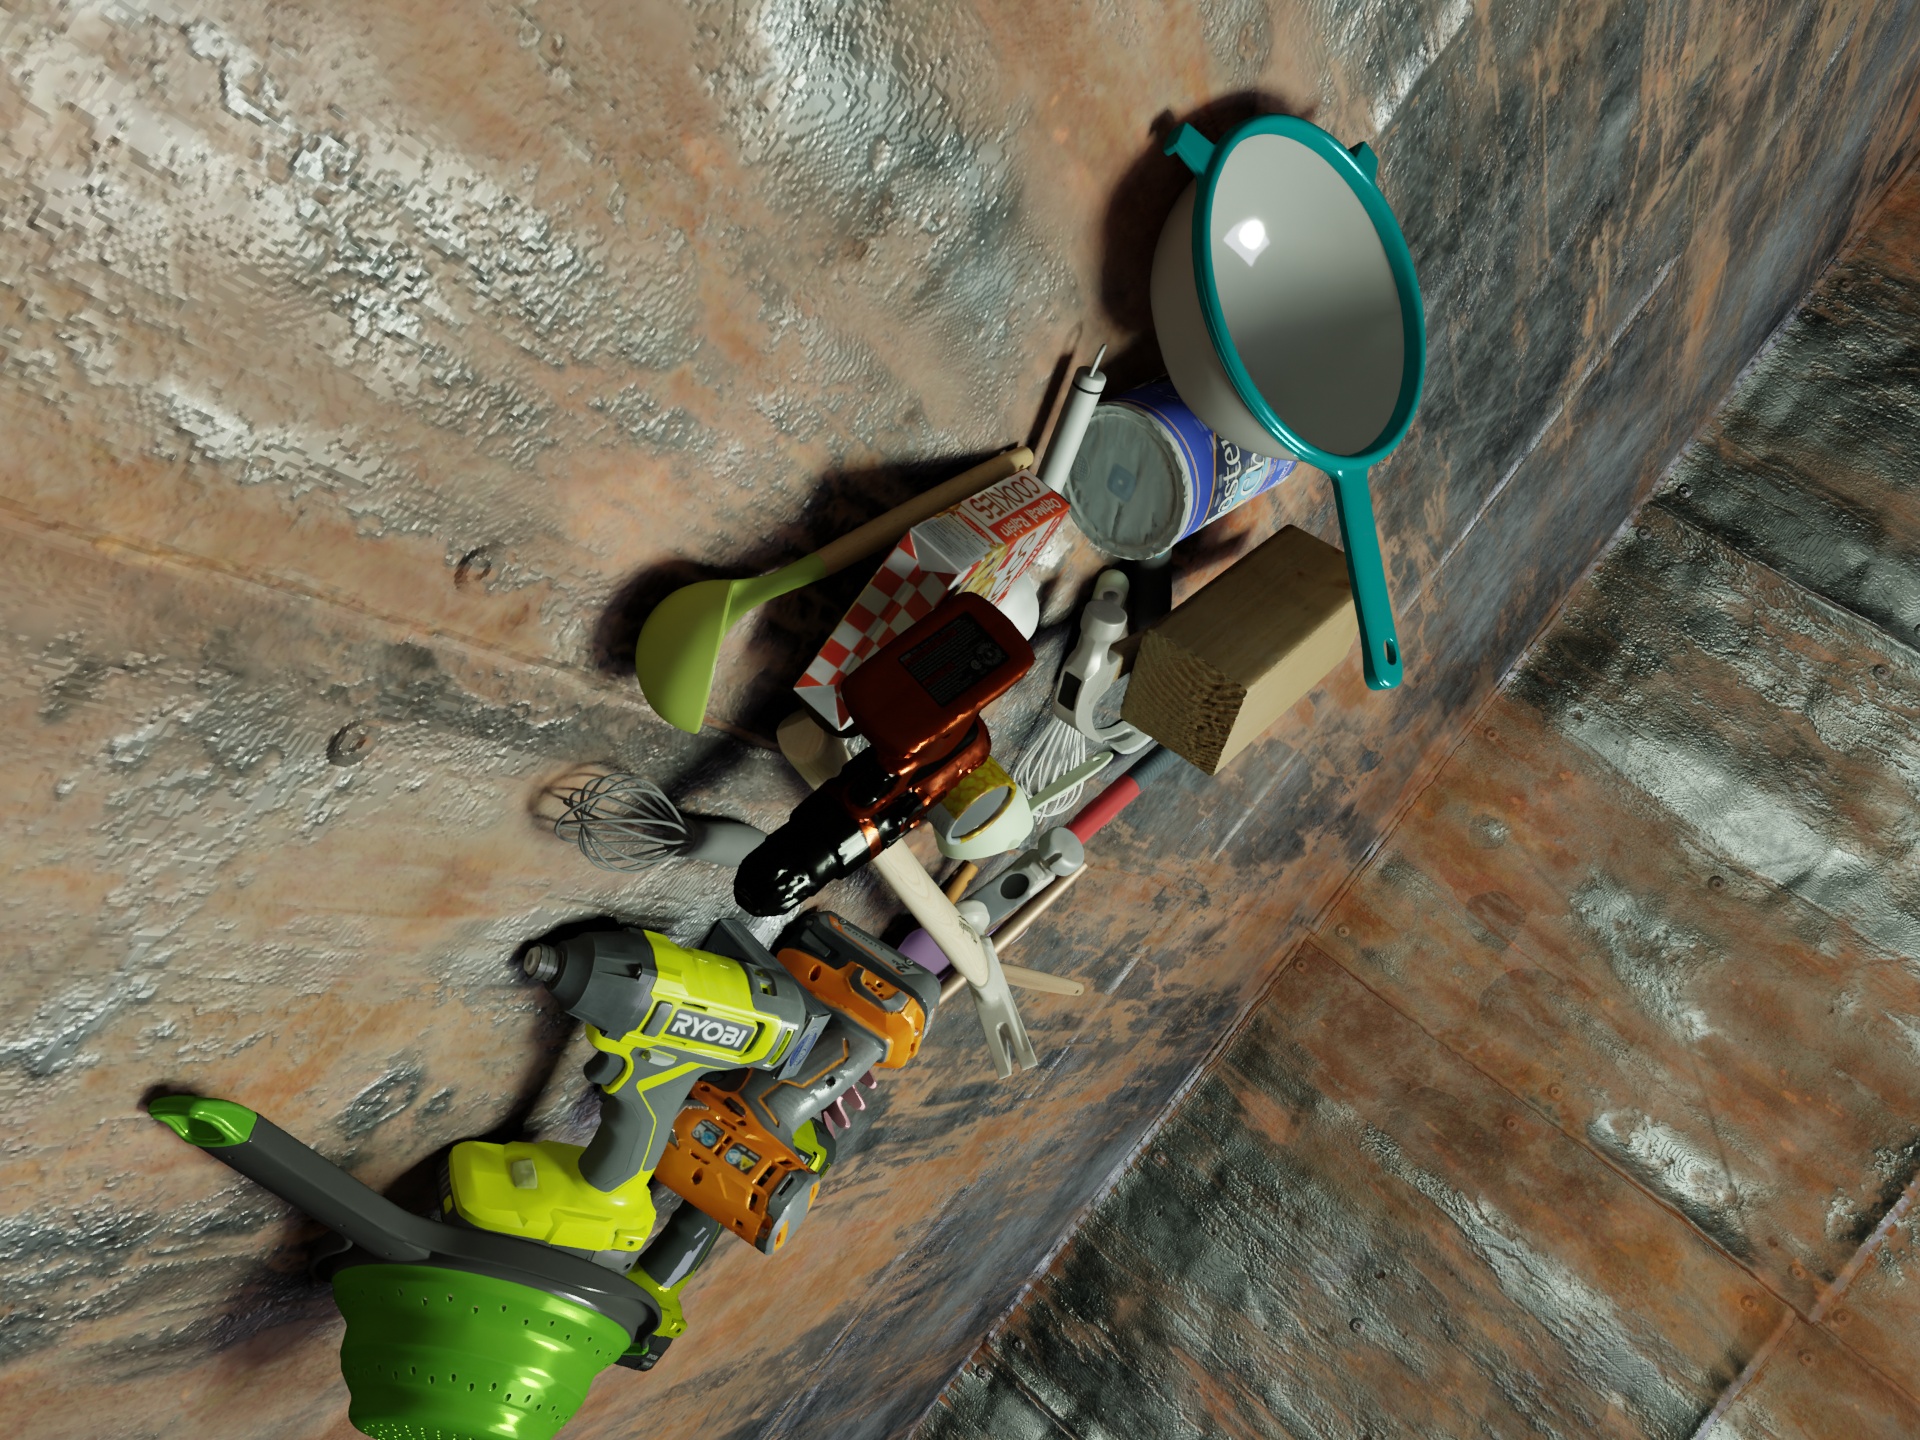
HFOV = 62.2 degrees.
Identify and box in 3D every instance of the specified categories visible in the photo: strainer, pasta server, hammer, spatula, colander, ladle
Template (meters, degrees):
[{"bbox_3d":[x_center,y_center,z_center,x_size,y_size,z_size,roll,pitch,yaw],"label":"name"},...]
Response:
[{"bbox_3d":[0.046,-0.121,1.008,0.087,0.050,0.258,-52,167,-54],"label":"strainer"},{"bbox_3d":[-0.004,0.231,1.348,0.316,0.040,0.060,-42,169,-10],"label":"pasta server"},{"bbox_3d":[0.176,-0.076,1.255,0.331,0.031,0.130,-29,146,-46],"label":"hammer"},{"bbox_3d":[-0.095,0.243,1.334,0.322,0.041,0.081,-52,157,-9],"label":"spatula"},{"bbox_3d":[-0.031,0.118,1.095,0.038,0.146,0.410,-24,145,5],"label":"hammer"},{"bbox_3d":[-0.306,0.319,0.852,0.396,0.204,0.095,64,28,-49],"label":"colander"},{"bbox_3d":[0.194,-0.181,0.958,0.211,0.095,0.340,-14,93,-41],"label":"strainer"},{"bbox_3d":[0.159,-0.073,1.314,0.128,0.033,0.330,-45,157,-16],"label":"hammer"},{"bbox_3d":[-0.052,-0.087,0.869,0.320,0.062,0.078,-34,159,-40],"label":"ladle"},{"bbox_3d":[0.132,0.075,1.432,0.143,0.038,0.386,-40,176,38],"label":"hammer"},{"bbox_3d":[0.034,0.223,1.428,0.060,0.018,0.315,-55,145,6],"label":"spatula"}]

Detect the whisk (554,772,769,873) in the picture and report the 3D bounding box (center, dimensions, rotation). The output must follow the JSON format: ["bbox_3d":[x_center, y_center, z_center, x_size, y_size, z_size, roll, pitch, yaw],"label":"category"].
[{"bbox_3d":[-0.158,0.065,0.914,0.055,0.055,0.238,-52,162,4],"label":"whisk"}]

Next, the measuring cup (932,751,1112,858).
[{"bbox_3d":[0.050,0.051,1.227,0.167,0.083,0.038,-30,116,-25],"label":"measuring cup"}]

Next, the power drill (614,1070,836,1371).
[{"bbox_3d":[-0.215,0.370,1.212,0.228,0.080,0.190,-49,142,-8],"label":"power drill"}]

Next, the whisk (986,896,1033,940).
[{"bbox_3d":[-0.019,0.221,1.420,0.245,0.047,0.051,-37,147,-21],"label":"whisk"}]

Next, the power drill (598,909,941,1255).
[{"bbox_3d":[-0.133,0.240,1.115,0.226,0.164,0.084,-48,161,-40],"label":"power drill"}]

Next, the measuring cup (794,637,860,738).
[{"bbox_3d":[-0.056,-0.022,0.979,0.029,0.062,0.156,-36,175,20],"label":"measuring cup"}]

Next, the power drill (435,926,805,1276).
[{"bbox_3d":[-0.219,0.229,0.963,0.171,0.080,0.223,22,107,-33],"label":"power drill"}]

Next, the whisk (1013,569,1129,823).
[{"bbox_3d":[0.091,-0.015,1.259,0.059,0.058,0.246,-81,-175,-53],"label":"whisk"}]
